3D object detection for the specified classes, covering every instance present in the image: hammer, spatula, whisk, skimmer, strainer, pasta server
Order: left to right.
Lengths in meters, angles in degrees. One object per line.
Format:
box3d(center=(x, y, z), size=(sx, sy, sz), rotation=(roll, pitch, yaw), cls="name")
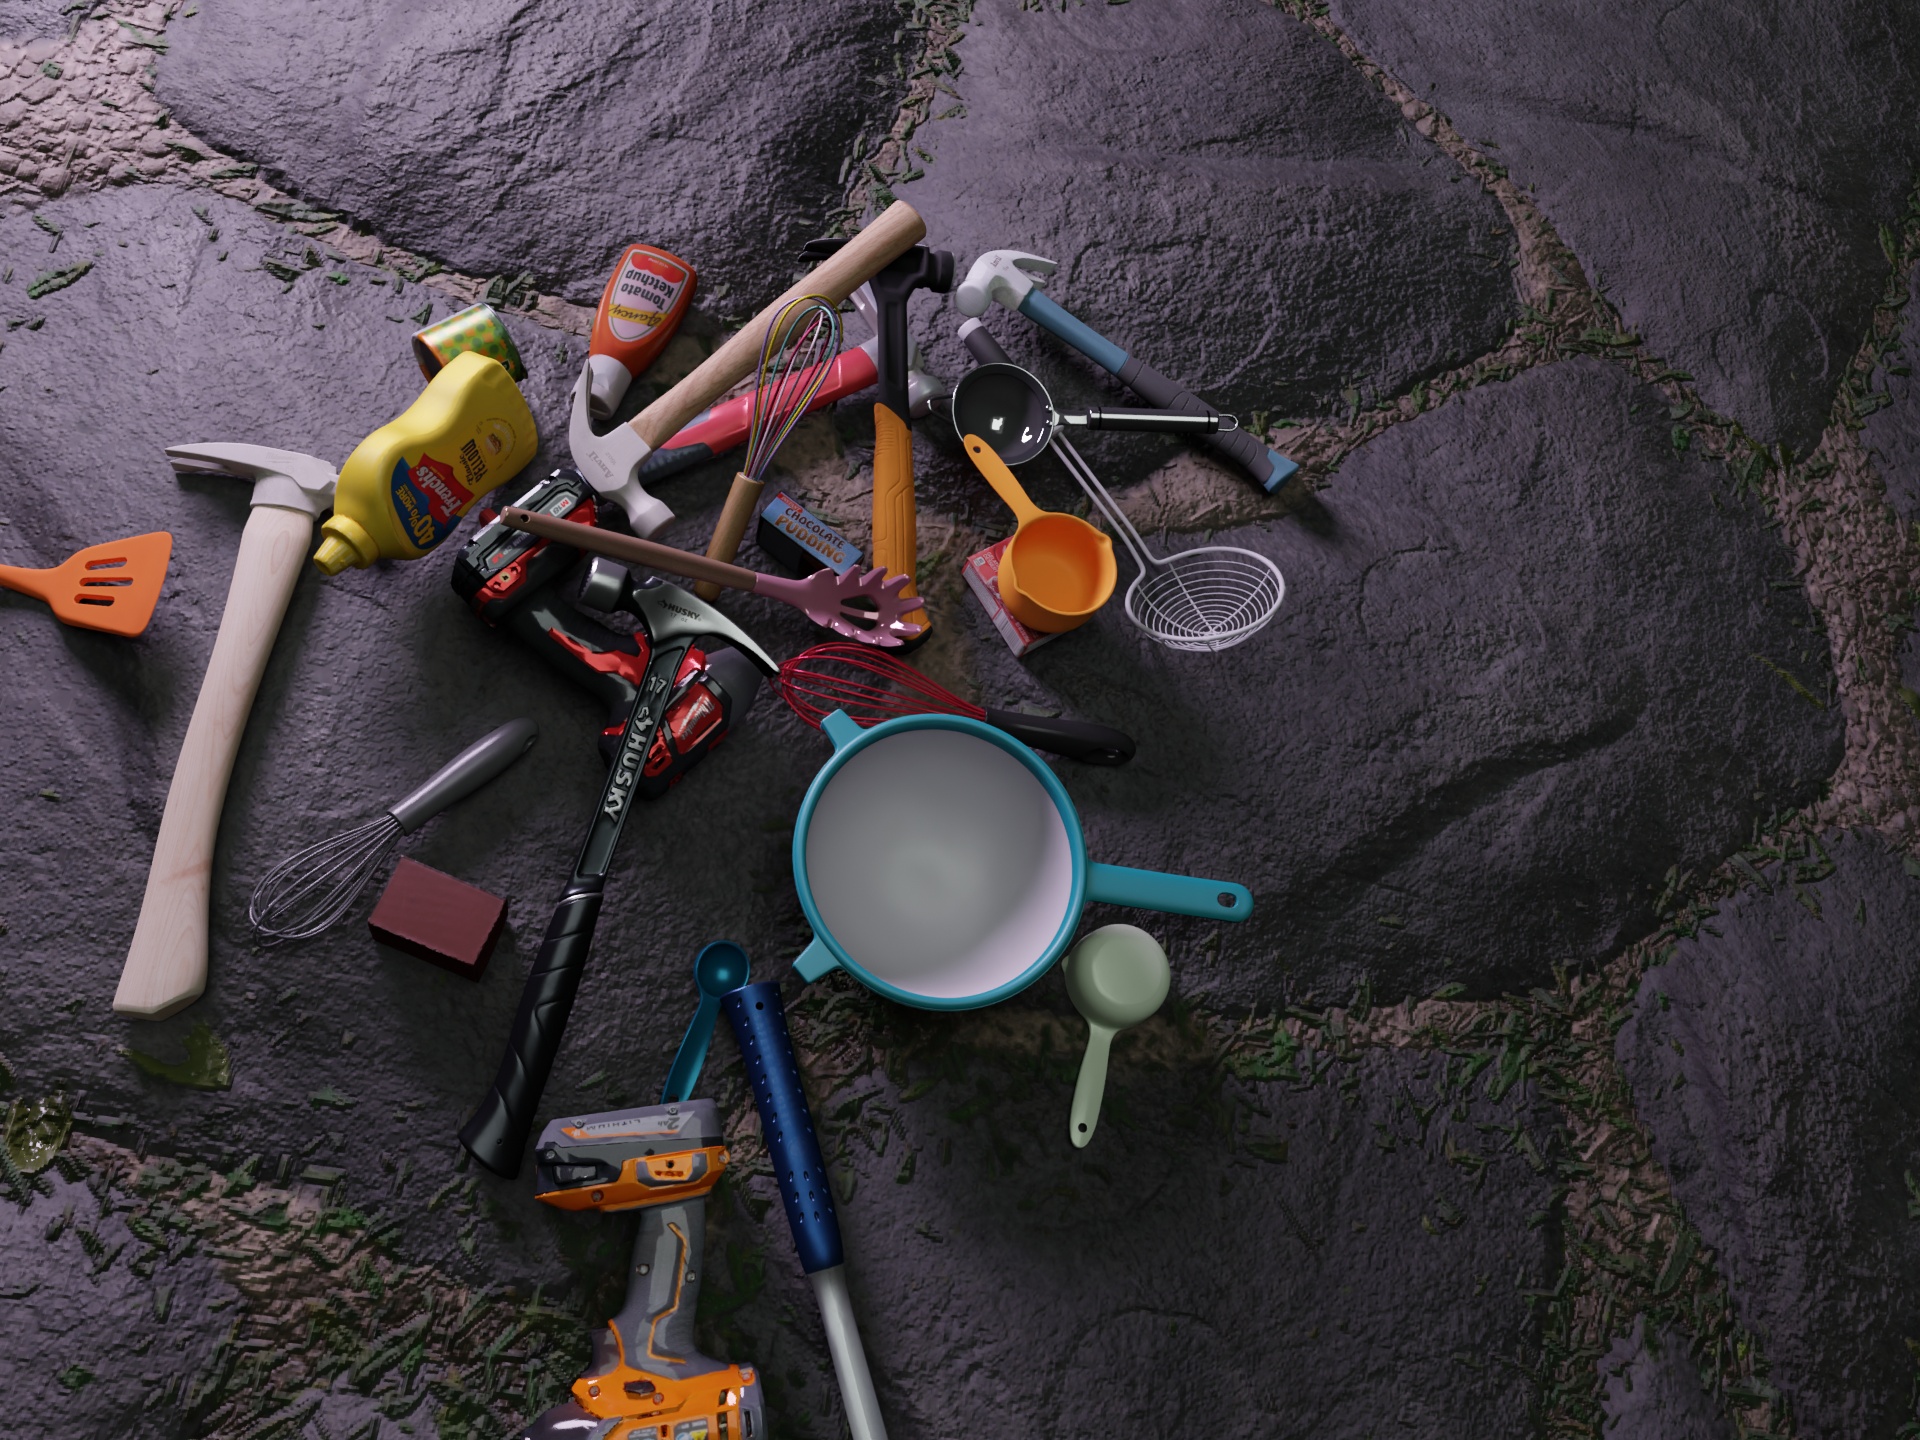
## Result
box3d(center=(-0.706, -0.113, 1.077), size=(0.322, 0.041, 0.081), rotation=(10, 68, -10), cls="spatula")
box3d(center=(-0.515, -0.003, 1.087), size=(0.146, 0.038, 0.411), rotation=(9, 67, -10), cls="hammer")
box3d(center=(-0.384, 0.072, 1.090), size=(0.055, 0.055, 0.239), rotation=(45, 61, 5), cls="whisk")
box3d(center=(-0.245, 0.103, 1.073), size=(0.149, 0.036, 0.409), rotation=(21, 78, -20), cls="hammer")
box3d(center=(-0.206, -0.240, 1.261), size=(0.386, 0.038, 0.143), rotation=(-29, 78, -23), cls="hammer")
box3d(center=(-0.170, -0.107, 1.136), size=(0.316, 0.040, 0.060), rotation=(13, 75, -31), cls="pasta server")
box3d(center=(-0.159, -0.288, 1.213), size=(0.331, 0.031, 0.130), rotation=(-42, 91, -11), cls="hammer")
box3d(center=(-0.145, -0.200, 1.187), size=(0.051, 0.245, 0.047), rotation=(32, 18, 24), cls="whisk")
box3d(center=(-0.081, 0.371, 1.049), size=(0.144, 0.035, 0.406), rotation=(-12, 75, -19), cls="hammer")
box3d(center=(-0.060, -0.219, 1.258), size=(0.127, 0.034, 0.337), rotation=(1, 80, -20), cls="hammer")
box3d(center=(-0.002, -0.004, 1.213), size=(0.295, 0.073, 0.073), rotation=(12, 67, -16), cls="whisk")
box3d(center=(0.039, 0.118, 1.156), size=(0.340, 0.095, 0.211), rotation=(10, 70, -13), cls="strainer")
box3d(center=(0.099, -0.242, 1.285), size=(0.258, 0.050, 0.087), rotation=(1, 81, -7), cls="strainer")
box3d(center=(0.120, -0.204, 1.304), size=(0.127, 0.090, 0.363), rotation=(-33, 80, -21), cls="skimmer")
box3d(center=(0.149, -0.295, 1.362), size=(0.331, 0.033, 0.128), rotation=(33, 38, -7), cls="hammer")

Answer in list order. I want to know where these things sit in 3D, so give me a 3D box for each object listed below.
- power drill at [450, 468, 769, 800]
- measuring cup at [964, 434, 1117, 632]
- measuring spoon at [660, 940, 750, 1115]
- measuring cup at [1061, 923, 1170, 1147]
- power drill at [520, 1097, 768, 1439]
box3d(center=(-0.247, -0.065, 1.145), size=(0.143, 0.078, 0.219), rotation=(-44, 98, -20), cls="power drill")
box3d(center=(0.049, -0.146, 1.251), size=(0.095, 0.052, 0.174), rotation=(-30, 78, -25), cls="measuring cup")
box3d(center=(-0.184, 0.214, 1.102), size=(0.042, 0.021, 0.129), rotation=(29, 71, -30), cls="measuring spoon")
box3d(center=(0.108, 0.227, 1.160), size=(0.083, 0.038, 0.168), rotation=(19, 63, -7), cls="measuring cup")
box3d(center=(-0.214, 0.363, 1.000), size=(0.164, 0.084, 0.227), rotation=(-5, 74, -16), cls="power drill")
